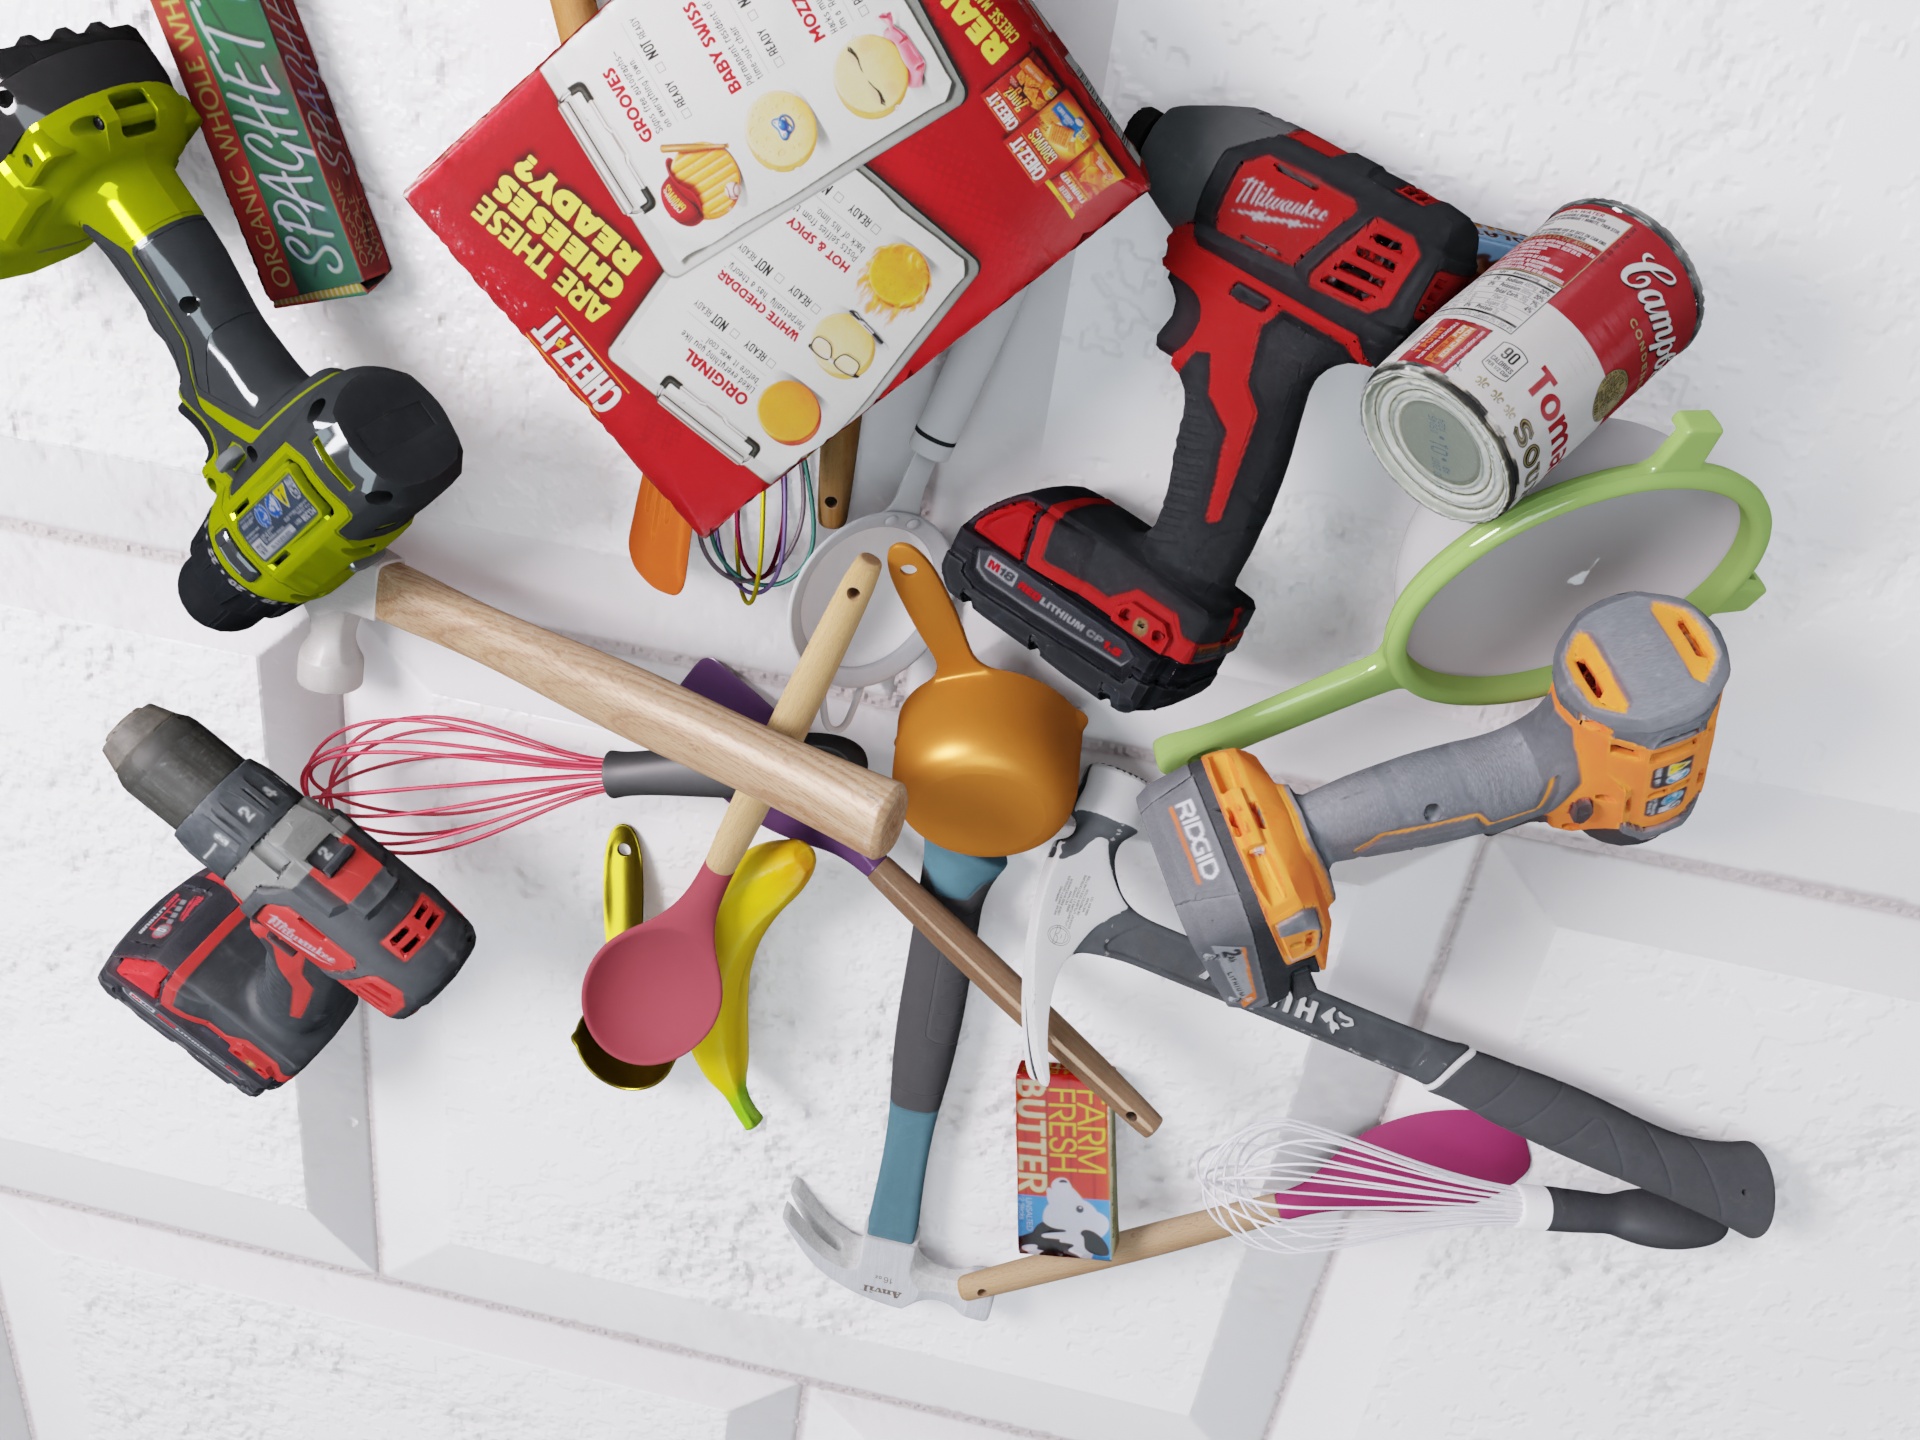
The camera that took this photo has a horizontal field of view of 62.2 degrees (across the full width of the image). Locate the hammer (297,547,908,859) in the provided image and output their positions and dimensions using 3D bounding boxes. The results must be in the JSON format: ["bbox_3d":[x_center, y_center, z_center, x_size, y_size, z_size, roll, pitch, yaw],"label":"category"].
[{"bbox_3d":[-0.170,-0.021,0.713,0.331,0.031,0.130,23,116,19],"label":"hammer"}]

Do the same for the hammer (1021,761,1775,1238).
[{"bbox_3d":[0.218,0.166,0.769,0.409,0.036,0.149,24,82,-9],"label":"hammer"}]

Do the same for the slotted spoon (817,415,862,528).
[{"bbox_3d":[-0.036,-0.221,0.639,0.070,0.031,0.313,12,121,4],"label":"slotted spoon"}]

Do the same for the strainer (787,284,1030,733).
[{"bbox_3d":[-0.015,-0.113,0.686,0.086,0.050,0.258,6,121,-40],"label":"strainer"}]

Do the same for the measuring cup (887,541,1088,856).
[{"bbox_3d":[-0.001,-0.002,0.702,0.095,0.052,0.173,-8,139,16],"label":"measuring cup"}]

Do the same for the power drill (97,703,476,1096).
[{"bbox_3d":[-0.360,0.093,0.798,0.187,0.080,0.226,43,138,-13],"label":"power drill"}]

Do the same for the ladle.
[{"bbox_3d":[-0.104,0.049,0.736,0.069,0.031,0.315,26,122,-7],"label":"ladle"}]

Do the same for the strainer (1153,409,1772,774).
[{"bbox_3d":[0.189,-0.052,0.654,0.256,0.069,0.151,-25,148,22],"label":"strainer"}]

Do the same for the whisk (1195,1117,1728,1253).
[{"bbox_3d":[0.257,0.243,0.802,0.284,0.070,0.070,7,120,-8],"label":"whisk"}]

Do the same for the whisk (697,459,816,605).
[{"bbox_3d":[-0.082,-0.162,0.671,0.051,0.047,0.244,10,116,6],"label":"whisk"}]

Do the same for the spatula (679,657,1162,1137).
[{"bbox_3d":[-0.023,0.090,0.774,0.316,0.018,0.059,42,119,4],"label":"spatula"}]

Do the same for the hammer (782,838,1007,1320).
[{"bbox_3d":[-0.021,0.195,0.859,0.128,0.033,0.330,11,119,3],"label":"hammer"}]

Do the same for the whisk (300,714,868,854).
[{"bbox_3d":[-0.188,0.028,0.776,0.296,0.073,0.073,-3,118,13],"label":"whisk"}]

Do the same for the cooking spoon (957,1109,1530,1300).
[{"bbox_3d":[0.148,0.271,0.861,0.319,0.017,0.068,-18,113,12],"label":"cooking spoon"}]

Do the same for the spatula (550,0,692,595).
[{"bbox_3d":[-0.147,-0.212,0.653,0.041,0.081,0.322,-20,114,-21],"label":"spatula"}]

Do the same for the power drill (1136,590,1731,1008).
[{"bbox_3d":[0.202,0.042,0.670,0.226,0.084,0.164,-22,148,8],"label":"power drill"}]

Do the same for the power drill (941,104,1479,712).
[{"bbox_3d":[0.087,-0.126,0.628,0.143,0.078,0.219,37,117,20],"label":"power drill"}]

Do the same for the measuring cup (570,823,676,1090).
[{"bbox_3d":[-0.177,0.125,0.861,0.062,0.029,0.156,6,107,8],"label":"measuring cup"}]

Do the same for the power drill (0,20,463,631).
[{"bbox_3d":[-0.334,-0.151,0.679,0.190,0.080,0.228,-24,105,40],"label":"power drill"}]
